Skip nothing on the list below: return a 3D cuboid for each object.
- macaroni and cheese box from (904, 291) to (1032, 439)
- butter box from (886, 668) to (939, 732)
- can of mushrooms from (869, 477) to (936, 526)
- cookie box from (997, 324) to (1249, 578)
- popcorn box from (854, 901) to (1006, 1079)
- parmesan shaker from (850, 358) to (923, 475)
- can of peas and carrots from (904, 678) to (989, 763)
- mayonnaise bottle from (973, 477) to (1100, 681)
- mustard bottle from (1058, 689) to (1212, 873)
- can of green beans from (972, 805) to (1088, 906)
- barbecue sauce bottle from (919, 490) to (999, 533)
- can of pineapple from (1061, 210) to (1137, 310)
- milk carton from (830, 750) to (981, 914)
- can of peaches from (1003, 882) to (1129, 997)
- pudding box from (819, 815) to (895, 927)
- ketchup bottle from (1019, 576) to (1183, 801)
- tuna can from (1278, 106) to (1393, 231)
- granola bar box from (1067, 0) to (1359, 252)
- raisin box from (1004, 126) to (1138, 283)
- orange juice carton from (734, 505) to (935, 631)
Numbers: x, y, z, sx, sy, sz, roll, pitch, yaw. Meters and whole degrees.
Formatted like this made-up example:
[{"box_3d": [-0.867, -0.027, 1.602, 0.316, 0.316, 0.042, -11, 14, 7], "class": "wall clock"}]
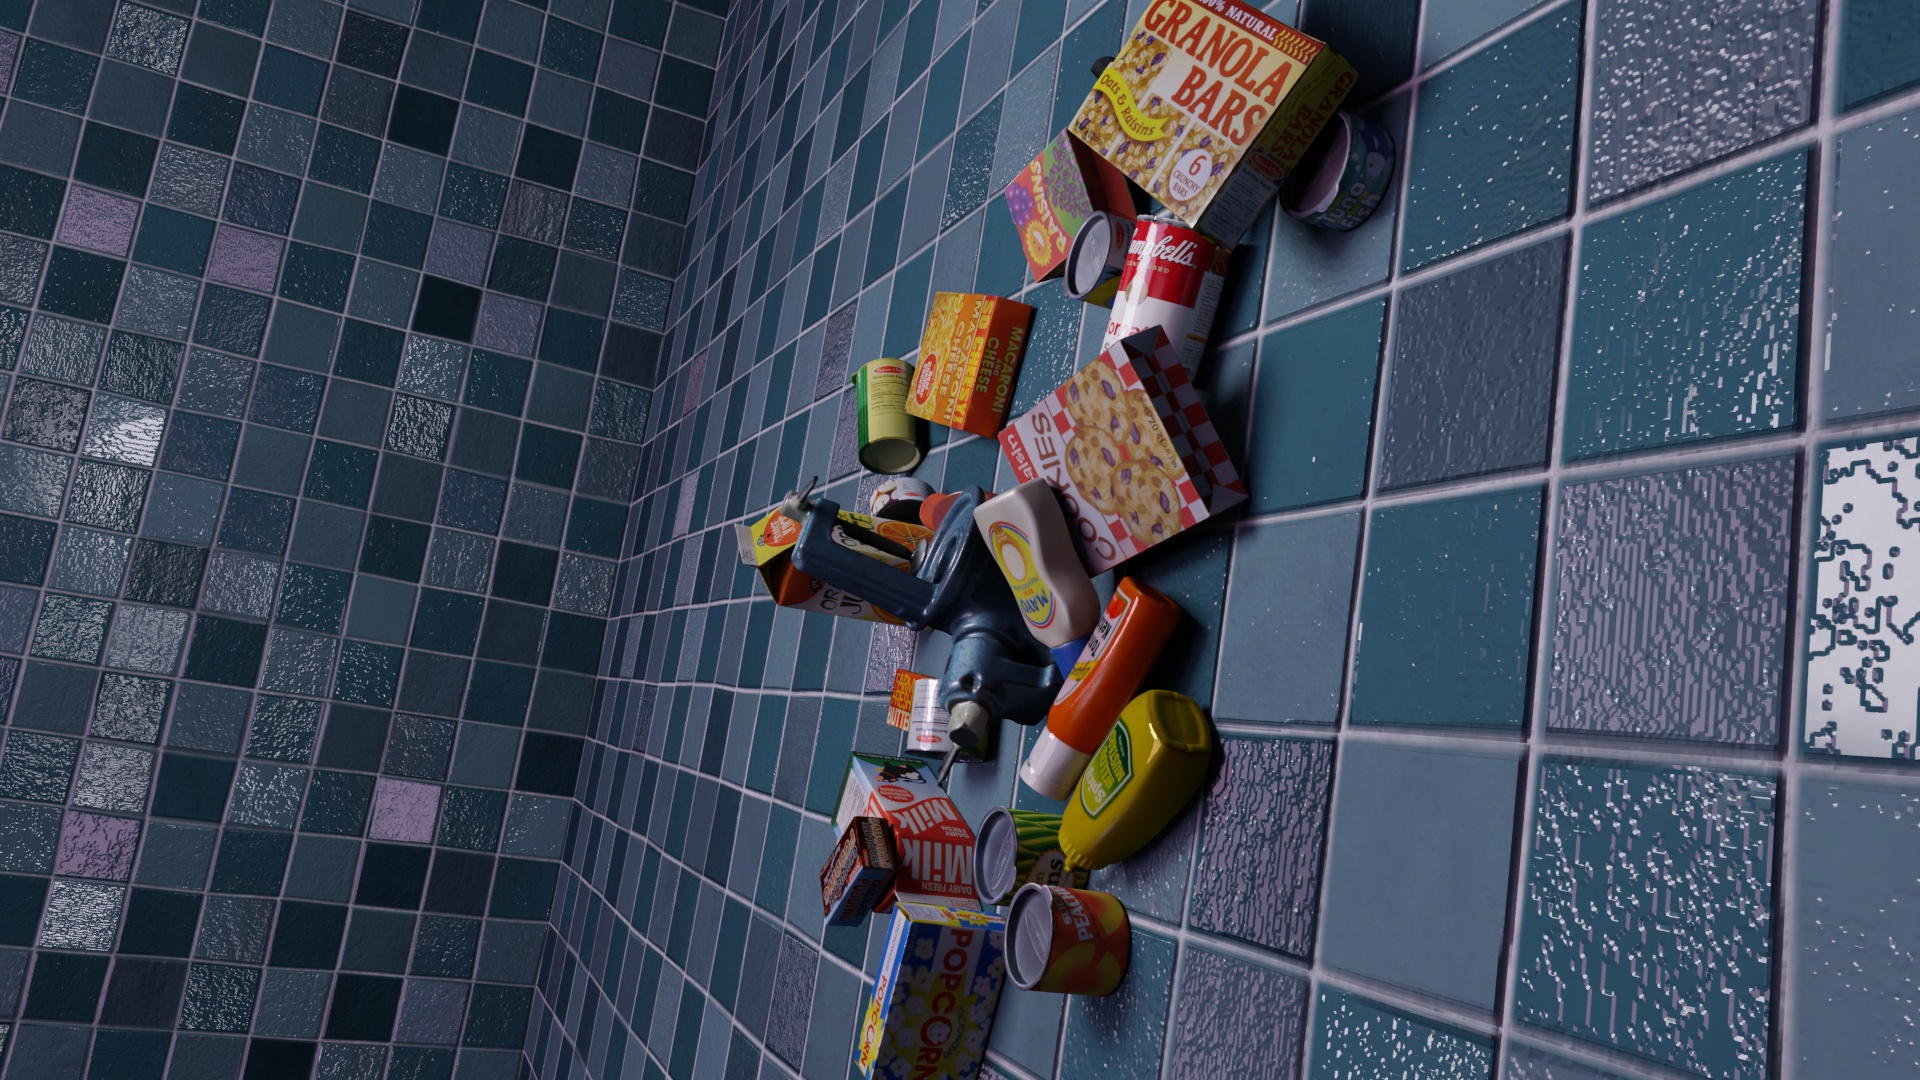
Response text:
[{"box_3d": [0.006, -0.165, 1.284, 0.166, 0.040, 0.123, -152, 76, -67], "class": "macaroni and cheese box"}, {"box_3d": [-0.034, 0.146, 1.231, 0.103, 0.024, 0.053, -177, 98, -67], "class": "butter box"}, {"box_3d": [-0.053, -0.025, 1.312, 0.033, 0.071, 0.070, -100, 31, -43], "class": "can of mushrooms"}, {"box_3d": [0.101, -0.051, 0.920, 0.123, 0.040, 0.167, 64, 149, 4], "class": "cookie box"}, {"box_3d": [-0.019, 0.333, 1.016, 0.038, 0.085, 0.126, 24, 100, 66], "class": "popcorn box"}, {"box_3d": [-0.076, -0.125, 1.414, 0.071, 0.071, 0.103, 129, 145, -47], "class": "parmesan shaker"}, {"box_3d": [-0.008, 0.146, 1.120, 0.070, 0.071, 0.059, 156, 124, -63], "class": "can of peas and carrots"}, {"box_3d": [0.063, 0.034, 0.952, 0.064, 0.041, 0.148, -28, 86, 55], "class": "mayonnaise bottle"}, {"box_3d": [0.100, 0.164, 0.873, 0.065, 0.049, 0.159, -97, 30, -50], "class": "mustard bottle"}, {"box_3d": [0.048, 0.219, 0.954, 0.071, 0.058, 0.071, -166, 89, -68], "class": "can of green beans"}, {"box_3d": [0.004, -0.015, 1.203, 0.148, 0.044, 0.065, -157, 81, -68], "class": "barbecue sauce bottle"}, {"box_3d": [0.116, -0.201, 1.019, 0.071, 0.058, 0.071, -166, 89, -68], "class": "can of pineapple"}, {"box_3d": [-0.044, 0.249, 1.138, 0.191, 0.072, 0.073, -136, 61, -65], "class": "milk carton"}, {"box_3d": [0.068, 0.254, 0.888, 0.071, 0.058, 0.071, -166, 89, -68], "class": "can of peaches"}, {"box_3d": [-0.081, 0.259, 1.082, 0.050, 0.030, 0.083, -104, 34, -43], "class": "pudding box"}, {"box_3d": [0.090, 0.098, 0.901, 0.148, 0.043, 0.065, -61, 5, 8], "class": "ketchup bottle"}, {"box_3d": [0.220, -0.215, 0.814, 0.070, 0.033, 0.071, -44, 39, 52], "class": "tuna can"}, {"box_3d": [0.149, -0.269, 0.855, 0.124, 0.039, 0.166, -54, 41, 17], "class": "granola bar box"}, {"box_3d": [0.085, -0.265, 1.100, 0.123, 0.040, 0.086, -23, 85, 68], "class": "raisin box"}, {"box_3d": [-0.108, 0.020, 1.253, 0.072, 0.193, 0.072, -116, 42, -55], "class": "orange juice carton"}]
